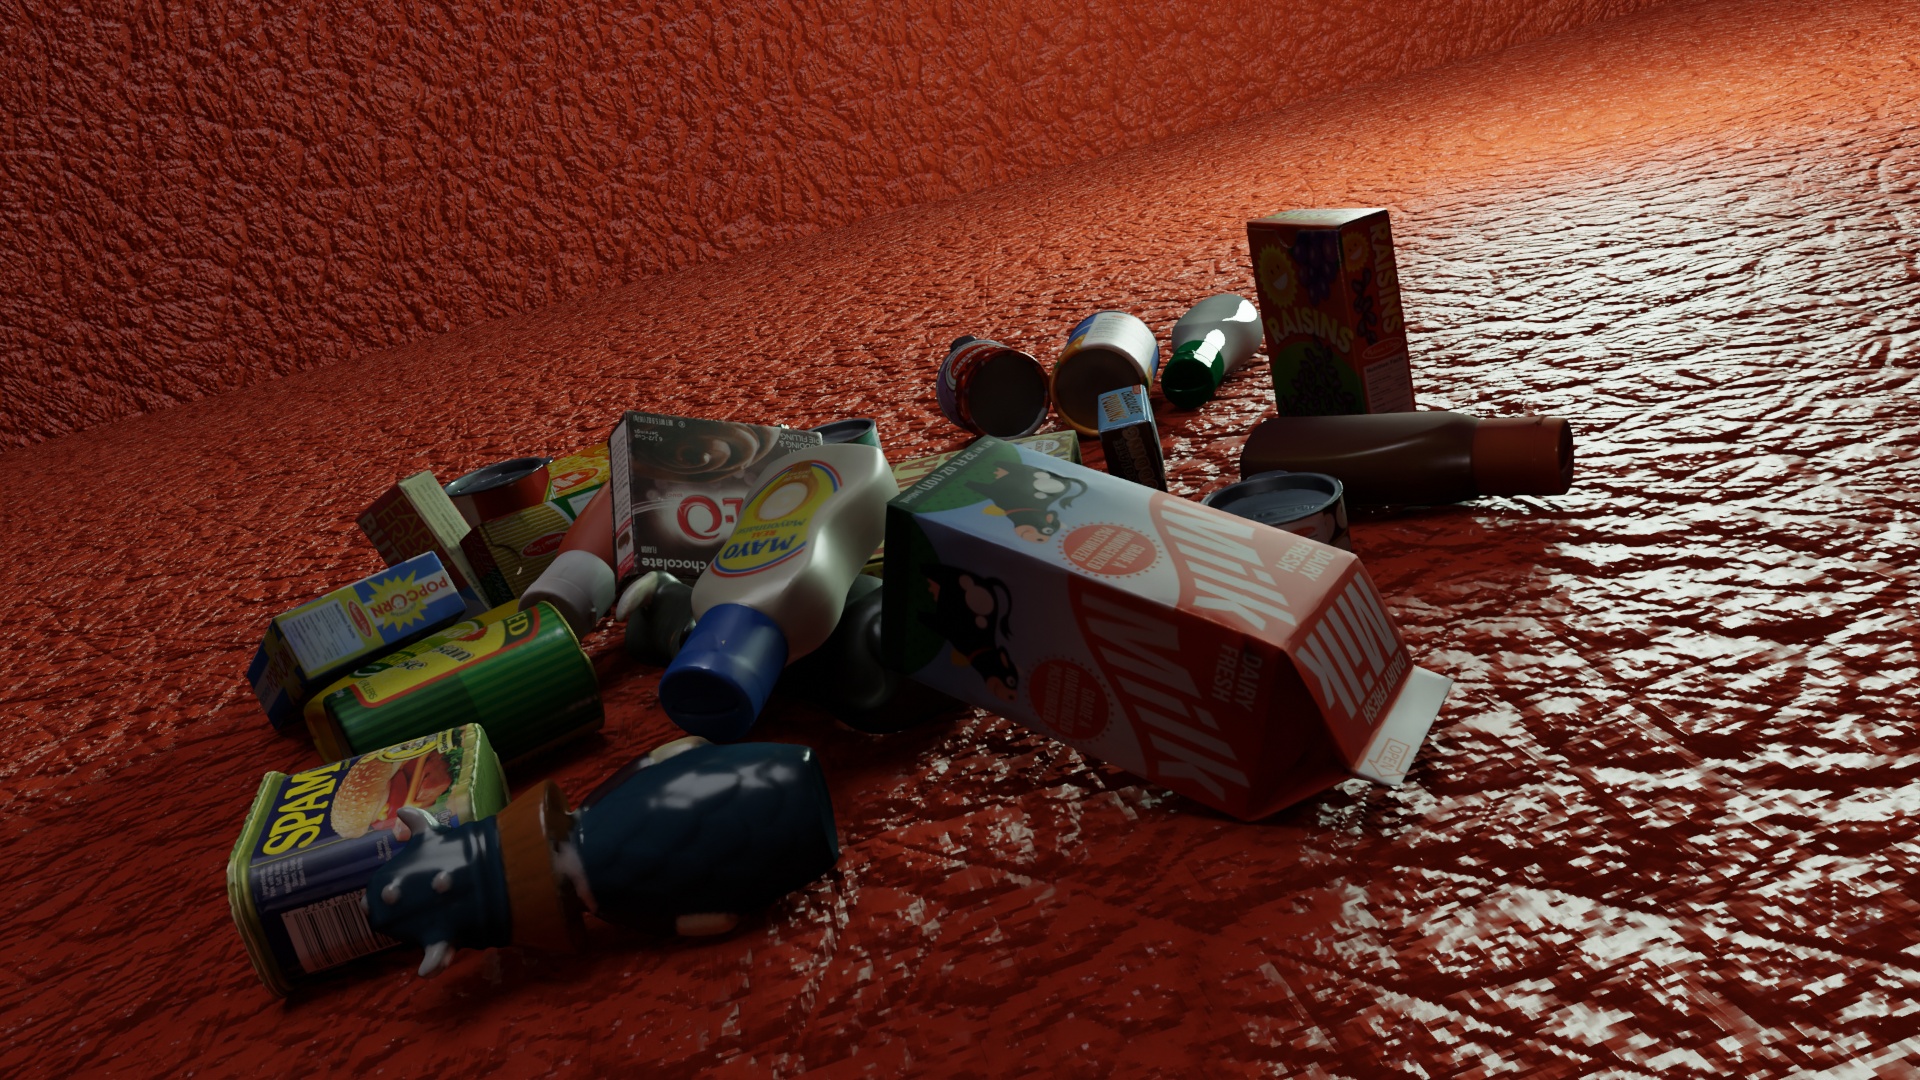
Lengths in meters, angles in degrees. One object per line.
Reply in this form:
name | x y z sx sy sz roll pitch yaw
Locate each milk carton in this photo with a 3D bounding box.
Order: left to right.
milk carton | 0.069 0.032 0.486 0.191 0.073 0.073 20 34 25

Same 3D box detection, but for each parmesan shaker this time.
parmesan shaker | -0.221 0.077 0.623 0.103 0.071 0.071 -25 22 -29

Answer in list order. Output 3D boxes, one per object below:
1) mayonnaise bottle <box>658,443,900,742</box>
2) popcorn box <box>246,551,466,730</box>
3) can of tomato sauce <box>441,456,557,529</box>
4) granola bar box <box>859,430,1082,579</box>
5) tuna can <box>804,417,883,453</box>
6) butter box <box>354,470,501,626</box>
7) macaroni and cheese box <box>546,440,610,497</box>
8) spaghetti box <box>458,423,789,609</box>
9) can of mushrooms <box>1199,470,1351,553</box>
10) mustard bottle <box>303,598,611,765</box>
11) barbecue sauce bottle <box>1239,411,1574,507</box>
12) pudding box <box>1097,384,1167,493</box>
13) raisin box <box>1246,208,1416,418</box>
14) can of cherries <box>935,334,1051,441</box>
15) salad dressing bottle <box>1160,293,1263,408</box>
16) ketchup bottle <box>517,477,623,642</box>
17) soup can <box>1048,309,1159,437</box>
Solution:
mayonnaise bottle | -0.072 0.016 0.545 0.064 0.041 0.149 -8 32 22
popcorn box | -0.322 0.055 0.736 0.085 0.038 0.126 -28 -1 -37
can of tomato sauce | -0.277 -0.003 0.868 0.071 0.082 0.071 -13 19 5
granola bar box | 0.003 -0.009 0.750 0.124 0.039 0.166 -11 19 10
tuna can | -0.089 -0.059 0.966 0.071 0.032 0.071 -13 19 5
butter box | -0.288 0.016 0.776 0.053 0.103 0.024 -30 7 35
macaroni and cheese box | -0.261 -0.043 1.037 0.167 0.040 0.123 -27 23 -32
spaghetti box | -0.184 -0.018 0.843 0.028 0.050 0.251 -29 -1 39
can of mushrooms | 0.146 -0.006 0.646 0.071 0.033 0.071 -14 19 5
mustard bottle | -0.245 0.065 0.705 0.065 0.048 0.161 -2 21 42
barbecue sauce bottle | 0.215 -0.039 0.675 0.148 0.043 0.065 0 24 35
pudding box | 0.098 -0.055 0.793 0.030 0.049 0.084 -13 19 10
raisin box | 0.213 -0.127 0.801 0.040 0.123 0.086 -21 20 -19
can of cherries | 0.021 -0.105 0.958 0.071 0.071 0.058 -19 20 -13
salad dressing bottle | 0.173 -0.133 0.972 0.064 0.043 0.148 -4 23 24
ketchup bottle | -0.183 0.002 0.741 0.043 0.064 0.149 14 33 7
soup can | 0.096 -0.110 0.932 0.071 0.071 0.084 -9 20 16
